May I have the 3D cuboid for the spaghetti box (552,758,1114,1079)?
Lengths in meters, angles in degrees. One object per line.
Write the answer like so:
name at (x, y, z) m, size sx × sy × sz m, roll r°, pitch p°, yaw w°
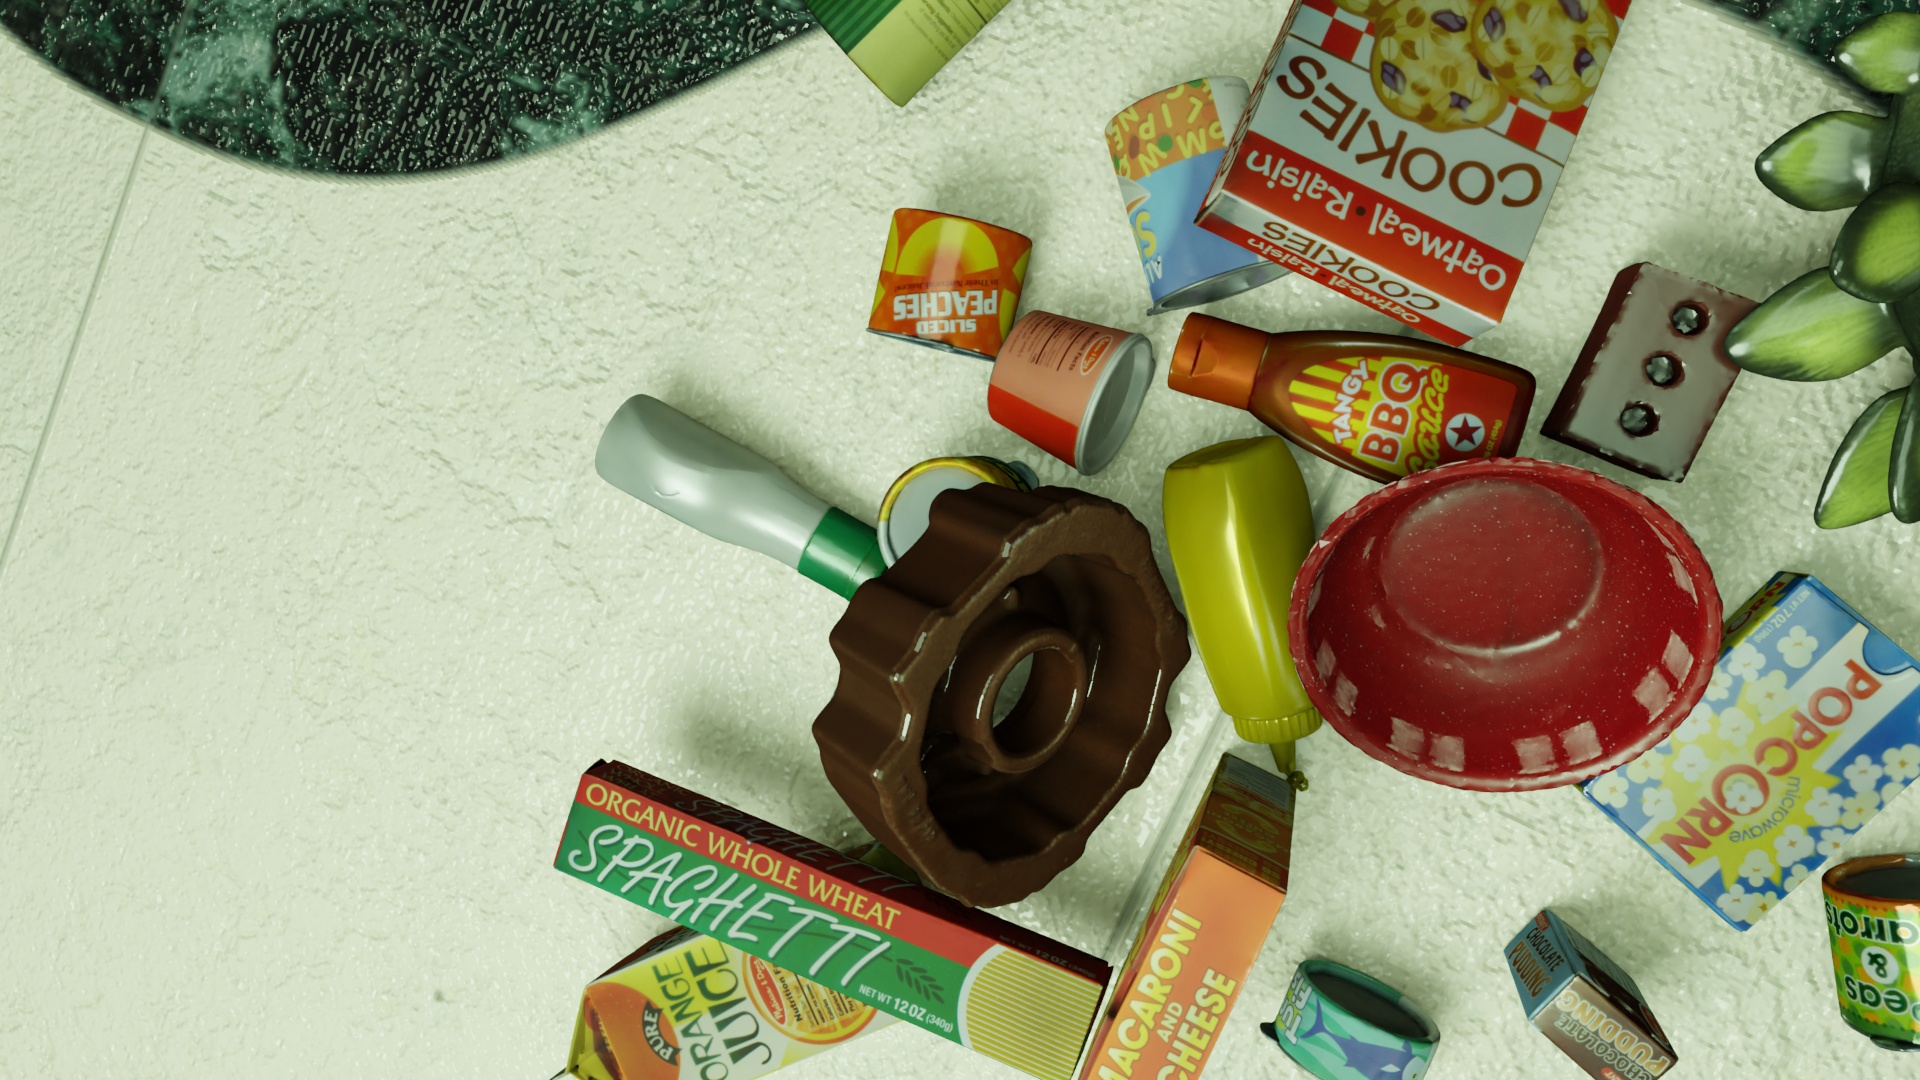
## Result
spaghetti box at (-0.060, 0.163, 0.606) m, size 0.250 × 0.029 × 0.050 m, roll 20°, pitch 96°, yaw 11°

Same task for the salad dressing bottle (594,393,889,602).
salad dressing bottle at (-0.101, -0.018, 0.668) m, size 0.148 × 0.064 × 0.044 m, roll 29°, pitch 107°, yaw 4°

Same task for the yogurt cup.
yogurt cup at (0.048, -0.070, 0.626) m, size 0.054 × 0.072 × 0.072 m, roll 25°, pitch 99°, yaw 20°

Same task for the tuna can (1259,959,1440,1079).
tuna can at (0.170, 0.213, 0.606) m, size 0.071 × 0.071 × 0.032 m, roll 23°, pitch 97°, yaw 12°

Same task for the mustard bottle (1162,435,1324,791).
mustard bottle at (0.130, 0.037, 0.610) m, size 0.049 × 0.065 × 0.160 m, roll -3°, pitch 103°, yaw 46°

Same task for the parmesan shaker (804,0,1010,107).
parmesan shaker at (-0.014, -0.258, 0.628) m, size 0.103 × 0.071 × 0.071 m, roll -41°, pitch 83°, yaw 13°

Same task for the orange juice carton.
orange juice carton at (-0.107, 0.217, 0.673) m, size 0.192 × 0.072 × 0.073 m, roll -26°, pitch 87°, yaw 13°

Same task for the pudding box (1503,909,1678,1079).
pudding box at (0.258, 0.190, 0.574) m, size 0.050 × 0.084 × 0.030 m, roll 41°, pitch 102°, yaw 8°

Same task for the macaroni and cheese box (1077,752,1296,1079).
macaroni and cheese box at (0.094, 0.165, 0.571) m, size 0.040 × 0.166 × 0.123 m, roll 25°, pitch 98°, yaw 12°

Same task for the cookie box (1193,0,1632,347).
cookie box at (0.186, -0.180, 0.565) m, size 0.123 × 0.040 × 0.167 m, roll 25°, pitch 82°, yaw -2°

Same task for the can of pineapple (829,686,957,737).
can of pineapple at (-0.023, 0.076, 0.647) m, size 0.058 × 0.071 × 0.071 m, roll 26°, pitch 99°, yaw 11°

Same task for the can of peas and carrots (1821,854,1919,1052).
can of peas and carrots at (0.381, 0.162, 0.550) m, size 0.071 × 0.071 × 0.058 m, roll -9°, pitch 90°, yaw 14°

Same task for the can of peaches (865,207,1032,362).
can of peaches at (-0.005, -0.116, 0.633) m, size 0.071 × 0.071 × 0.058 m, roll 15°, pitch 95°, yaw 13°

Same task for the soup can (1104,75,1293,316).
soup can at (0.102, -0.149, 0.607) m, size 0.071 × 0.071 × 0.083 m, roll -17°, pitch 88°, yaw 14°

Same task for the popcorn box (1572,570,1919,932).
popcorn box at (0.332, 0.086, 0.575) m, size 0.085 × 0.038 × 0.126 m, roll 43°, pitch 102°, yaw 10°

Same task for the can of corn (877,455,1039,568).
can of corn at (0.002, -0.008, 0.642) m, size 0.071 × 0.058 × 0.071 m, roll 1°, pitch 93°, yaw 14°

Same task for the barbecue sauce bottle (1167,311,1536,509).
barbecue sauce bottle at (0.167, -0.063, 0.606) m, size 0.148 × 0.044 × 0.064 m, roll 18°, pitch 104°, yaw 13°
